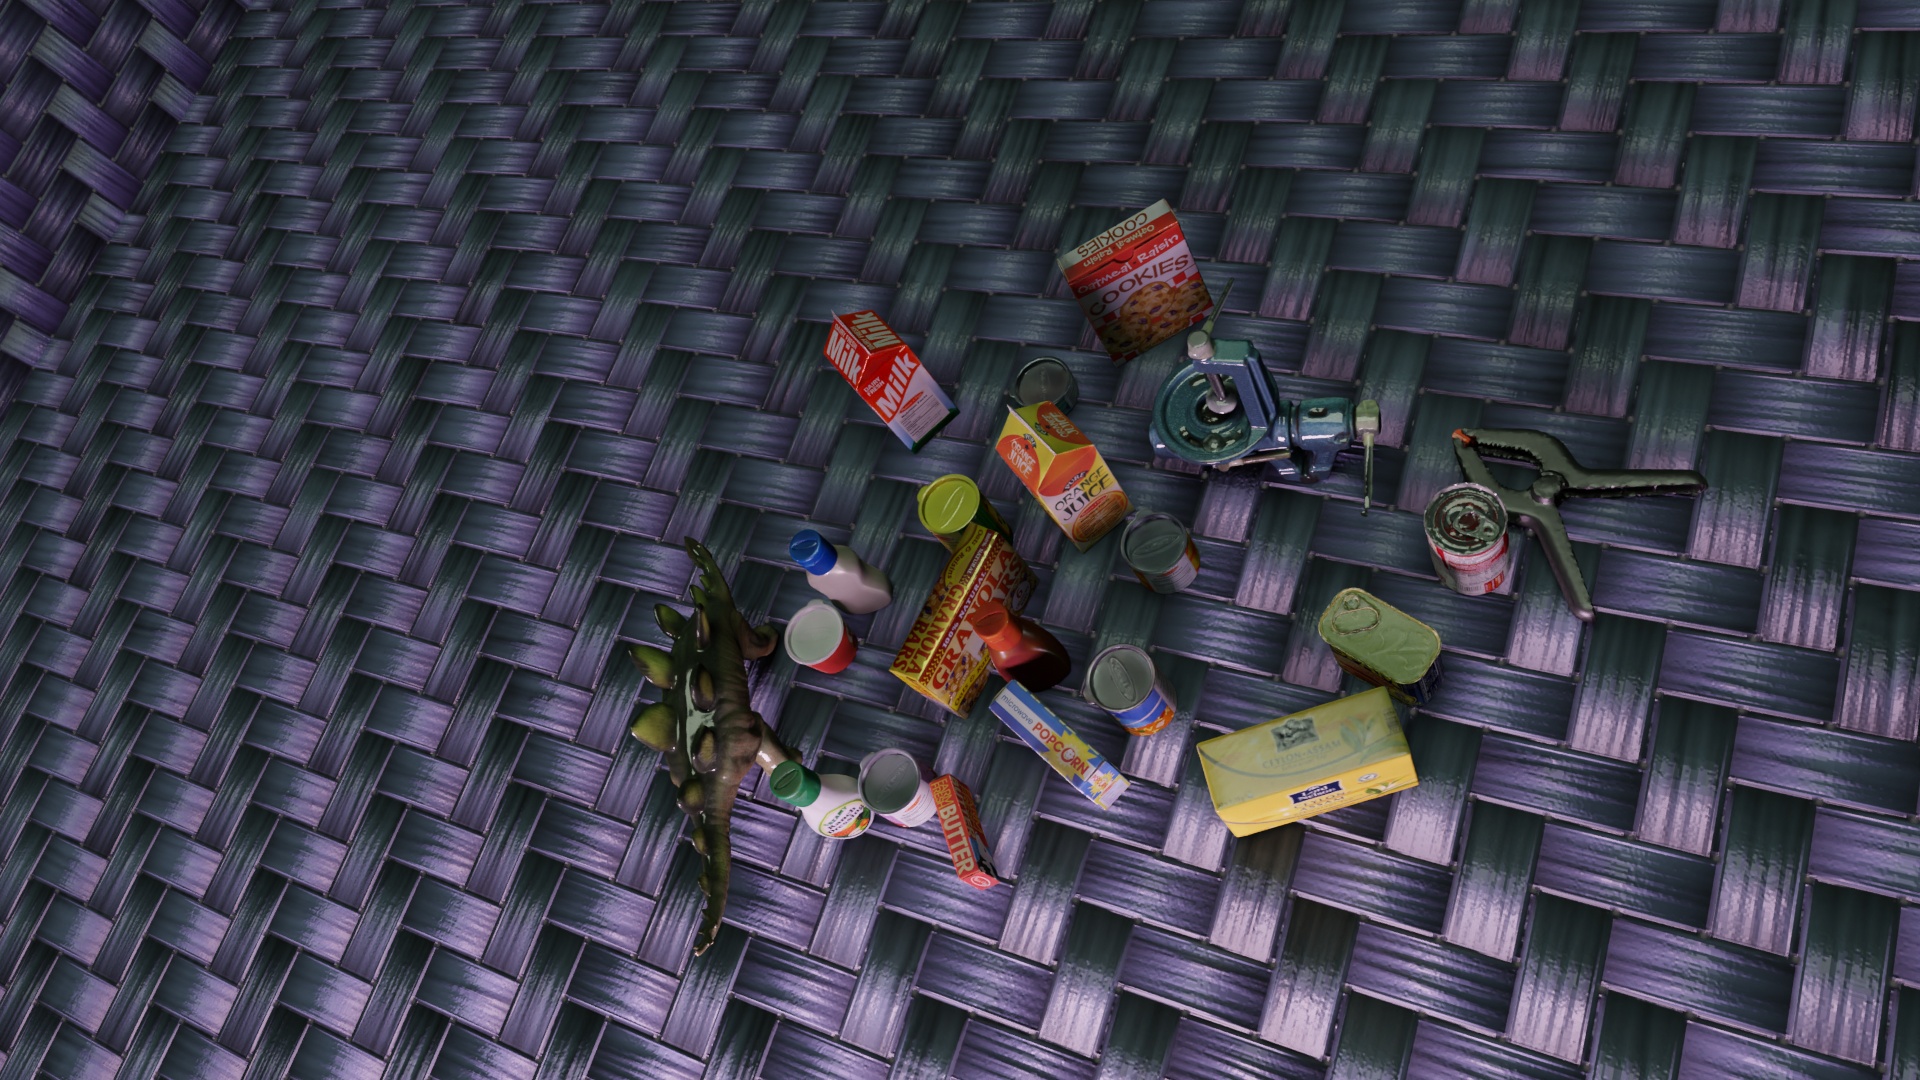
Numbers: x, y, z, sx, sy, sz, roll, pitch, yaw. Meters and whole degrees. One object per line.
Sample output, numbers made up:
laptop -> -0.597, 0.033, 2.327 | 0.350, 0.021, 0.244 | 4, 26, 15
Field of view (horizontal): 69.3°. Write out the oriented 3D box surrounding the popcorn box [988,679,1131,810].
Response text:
popcorn box -> 0.093, 0.191, 1.303 | 0.038, 0.085, 0.127 | -48, 57, -3

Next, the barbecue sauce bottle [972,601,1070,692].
barbecue sauce bottle -> 0.055, 0.101, 1.325 | 0.065, 0.148, 0.044 | -23, 59, 13

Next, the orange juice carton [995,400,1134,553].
orange juice carton -> 0.099, -0.068, 1.361 | 0.073, 0.192, 0.072 | -41, 57, 2

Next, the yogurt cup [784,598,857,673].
yogurt cup -> -0.144, 0.106, 1.466 | 0.072, 0.054, 0.072 | -10, 63, 20

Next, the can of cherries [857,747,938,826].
can of cherries -> -0.060, 0.240, 1.362 | 0.071, 0.058, 0.072 | -10, 63, 20

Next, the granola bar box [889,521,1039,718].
granola bar box -> 0.008, 0.081, 1.370 | 0.039, 0.124, 0.166 | 21, 76, 30

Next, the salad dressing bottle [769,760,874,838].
salad dressing bottle -> -0.134, 0.248, 1.338 | 0.064, 0.147, 0.044 | -39, 57, 3

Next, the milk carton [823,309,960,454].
milk carton -> -0.080, -0.179, 1.494 | 0.073, 0.190, 0.072 | -42, 57, 1

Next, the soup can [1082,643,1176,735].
soup can -> 0.158, 0.142, 1.298 | 0.071, 0.083, 0.071 | -10, 63, 20

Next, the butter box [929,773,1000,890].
butter box -> 0.003, 0.277, 1.320 | 0.024, 0.053, 0.104 | -27, 58, 11

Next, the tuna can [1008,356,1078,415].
tuna can -> 0.090, -0.163, 1.505 | 0.071, 0.032, 0.071 | -10, 63, 20

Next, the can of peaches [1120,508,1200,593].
can of peaches -> 0.196, 0.011, 1.360 | 0.071, 0.058, 0.071 | -10, 63, 20

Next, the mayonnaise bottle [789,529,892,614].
mayonnaise bottle -> -0.126, 0.033, 1.438 | 0.064, 0.147, 0.041 | -14, 62, 18

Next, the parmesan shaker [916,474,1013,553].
parmesan shaker -> 0.005, -0.018, 1.431 | 0.071, 0.103, 0.071 | -10, 63, 20

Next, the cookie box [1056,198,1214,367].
cookie box -> 0.184, -0.261, 1.431 | 0.123, 0.167, 0.040 | -29, 58, 9
